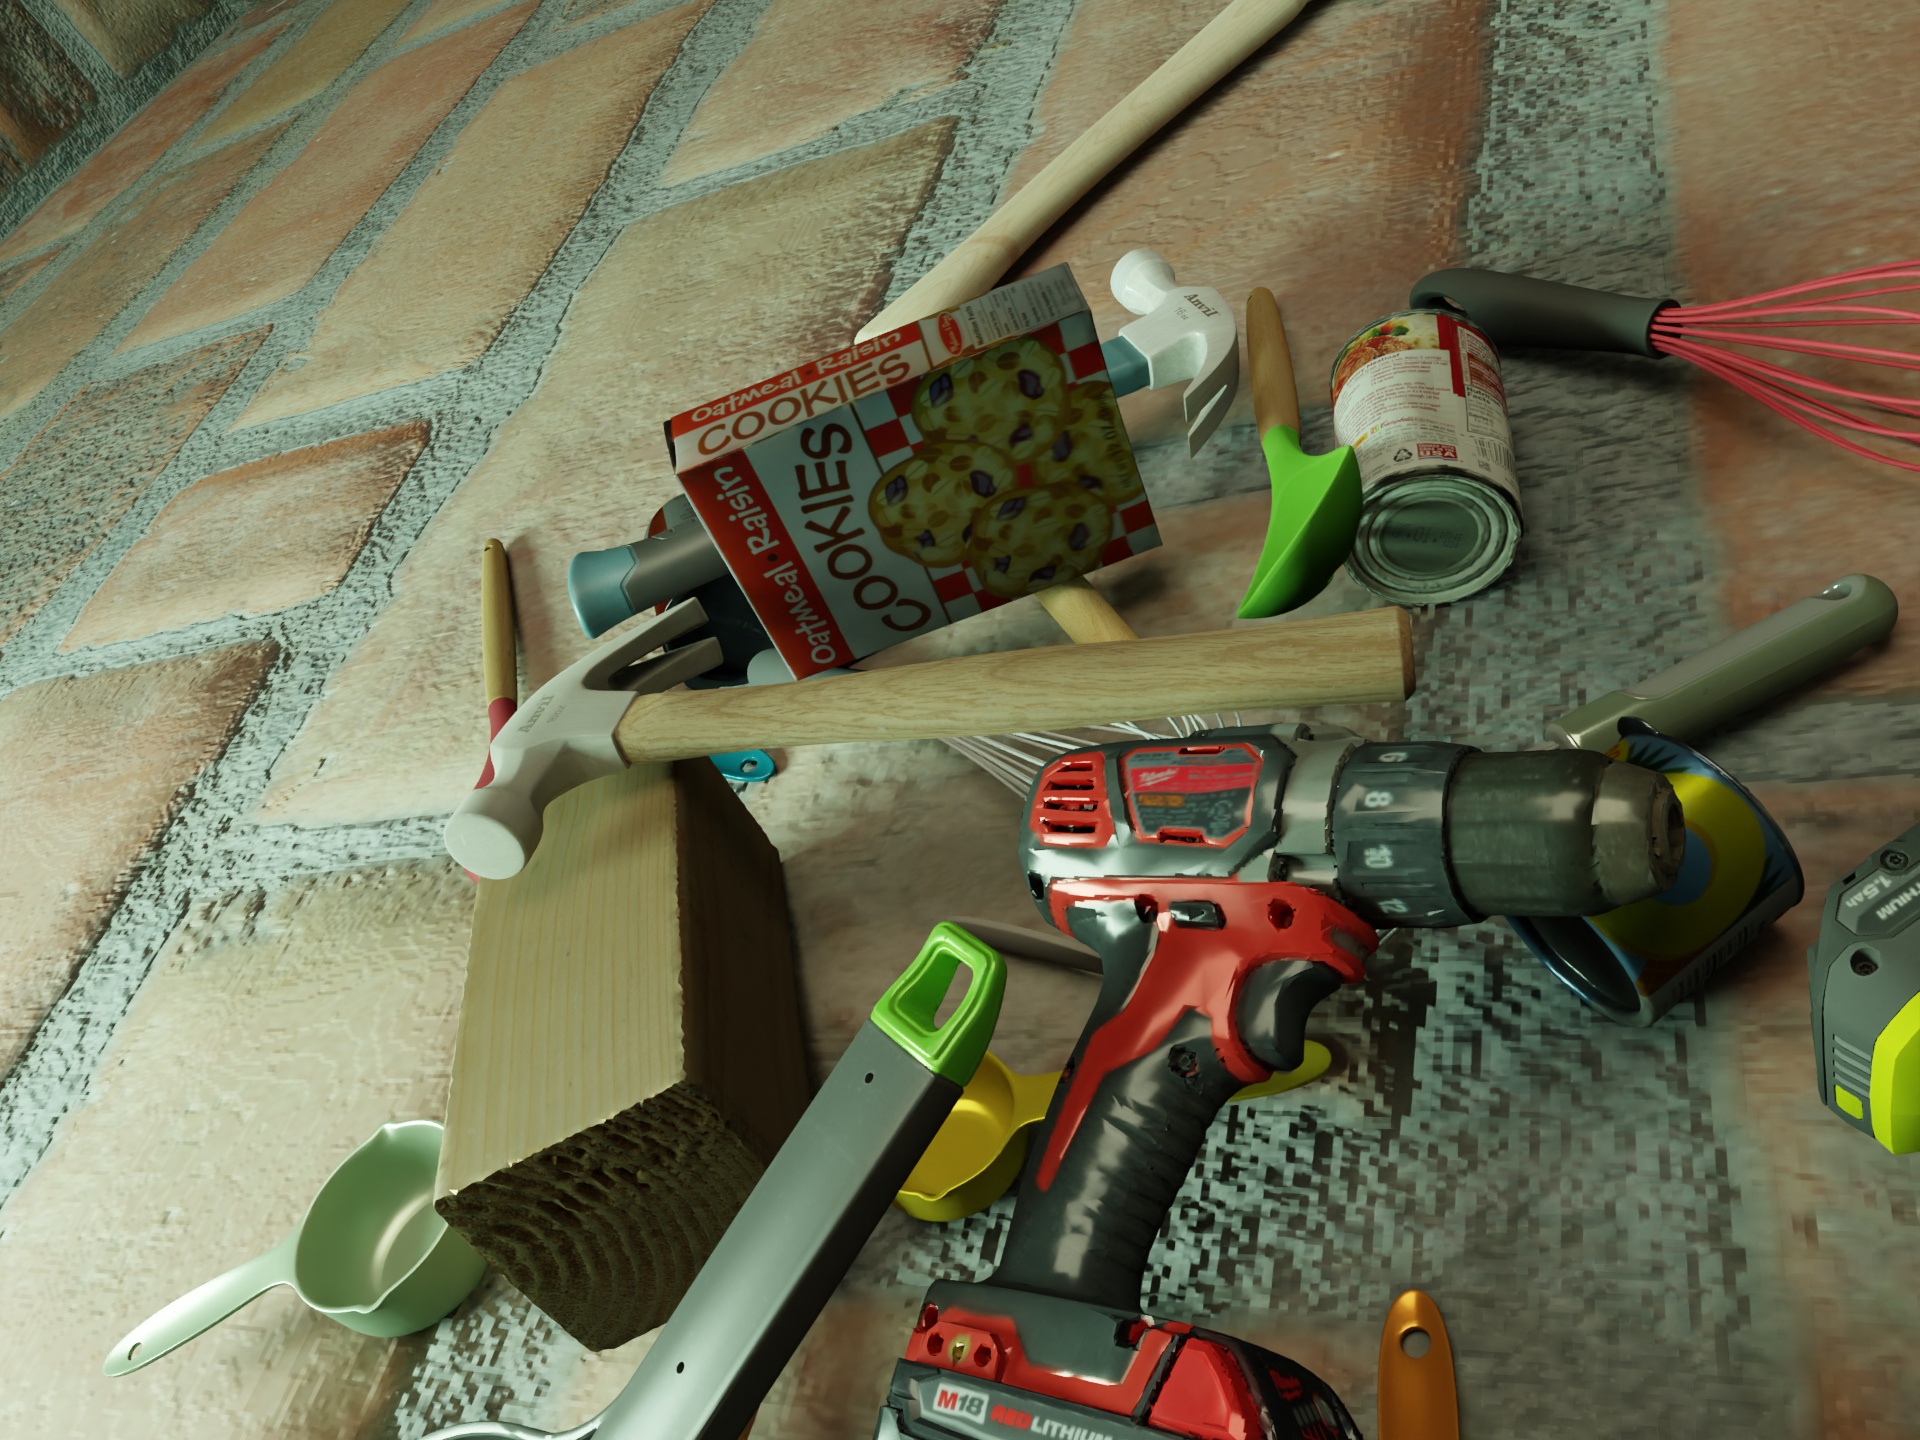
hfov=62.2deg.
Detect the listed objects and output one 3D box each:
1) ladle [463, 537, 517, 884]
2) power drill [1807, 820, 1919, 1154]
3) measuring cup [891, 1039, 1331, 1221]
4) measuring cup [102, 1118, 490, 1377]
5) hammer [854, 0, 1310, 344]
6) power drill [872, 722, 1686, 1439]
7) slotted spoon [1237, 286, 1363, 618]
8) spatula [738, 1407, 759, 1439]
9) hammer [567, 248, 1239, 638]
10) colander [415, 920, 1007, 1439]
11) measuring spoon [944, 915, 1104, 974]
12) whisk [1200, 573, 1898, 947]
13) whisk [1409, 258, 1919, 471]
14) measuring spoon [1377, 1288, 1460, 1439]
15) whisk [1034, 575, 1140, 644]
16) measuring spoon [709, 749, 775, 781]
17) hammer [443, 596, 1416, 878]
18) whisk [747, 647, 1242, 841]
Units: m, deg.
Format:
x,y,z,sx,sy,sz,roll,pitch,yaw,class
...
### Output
x,y,z,sx,sy,sz,roll,pitch,yaw,class
-0.244,-0.020,0.850,0.069,0.031,0.316,-30,38,3,ladle
0.295,0.107,0.324,0.190,0.080,0.229,-33,42,-2,power drill
0.043,0.128,0.516,0.156,0.029,0.062,-11,42,8,measuring cup
-0.246,0.214,0.603,0.167,0.038,0.083,-29,39,7,measuring cup
0.086,-0.351,0.962,0.410,0.038,0.146,-44,39,-13,hammer
0.083,0.103,0.419,0.188,0.080,0.227,-4,59,38,power drill
0.133,-0.127,0.661,0.070,0.031,0.314,-59,11,31,slotted spoon
-0.079,0.245,0.472,0.081,0.041,0.323,-6,42,29,spatula
-0.022,-0.120,0.720,0.331,0.033,0.128,-25,46,-10,hammer
-0.124,0.210,0.403,0.205,0.094,0.397,27,82,51,colander
0.036,0.087,0.552,0.124,0.034,0.018,8,59,45,measuring spoon
0.189,0.015,0.513,0.246,0.059,0.058,-27,12,1,whisk
0.285,-0.148,0.606,0.073,0.073,0.296,-43,35,-12,whisk
0.117,0.200,0.399,0.021,0.011,0.117,-13,40,23,measuring spoon
0.031,-0.081,0.721,0.051,0.047,0.245,-33,44,-2,whisk
-0.134,0.014,0.754,0.129,0.021,0.042,16,58,32,measuring spoon
-0.012,-0.008,0.559,0.331,0.031,0.130,-6,35,17,hammer
-0.001,-0.003,0.652,0.285,0.070,0.070,14,58,46,whisk
